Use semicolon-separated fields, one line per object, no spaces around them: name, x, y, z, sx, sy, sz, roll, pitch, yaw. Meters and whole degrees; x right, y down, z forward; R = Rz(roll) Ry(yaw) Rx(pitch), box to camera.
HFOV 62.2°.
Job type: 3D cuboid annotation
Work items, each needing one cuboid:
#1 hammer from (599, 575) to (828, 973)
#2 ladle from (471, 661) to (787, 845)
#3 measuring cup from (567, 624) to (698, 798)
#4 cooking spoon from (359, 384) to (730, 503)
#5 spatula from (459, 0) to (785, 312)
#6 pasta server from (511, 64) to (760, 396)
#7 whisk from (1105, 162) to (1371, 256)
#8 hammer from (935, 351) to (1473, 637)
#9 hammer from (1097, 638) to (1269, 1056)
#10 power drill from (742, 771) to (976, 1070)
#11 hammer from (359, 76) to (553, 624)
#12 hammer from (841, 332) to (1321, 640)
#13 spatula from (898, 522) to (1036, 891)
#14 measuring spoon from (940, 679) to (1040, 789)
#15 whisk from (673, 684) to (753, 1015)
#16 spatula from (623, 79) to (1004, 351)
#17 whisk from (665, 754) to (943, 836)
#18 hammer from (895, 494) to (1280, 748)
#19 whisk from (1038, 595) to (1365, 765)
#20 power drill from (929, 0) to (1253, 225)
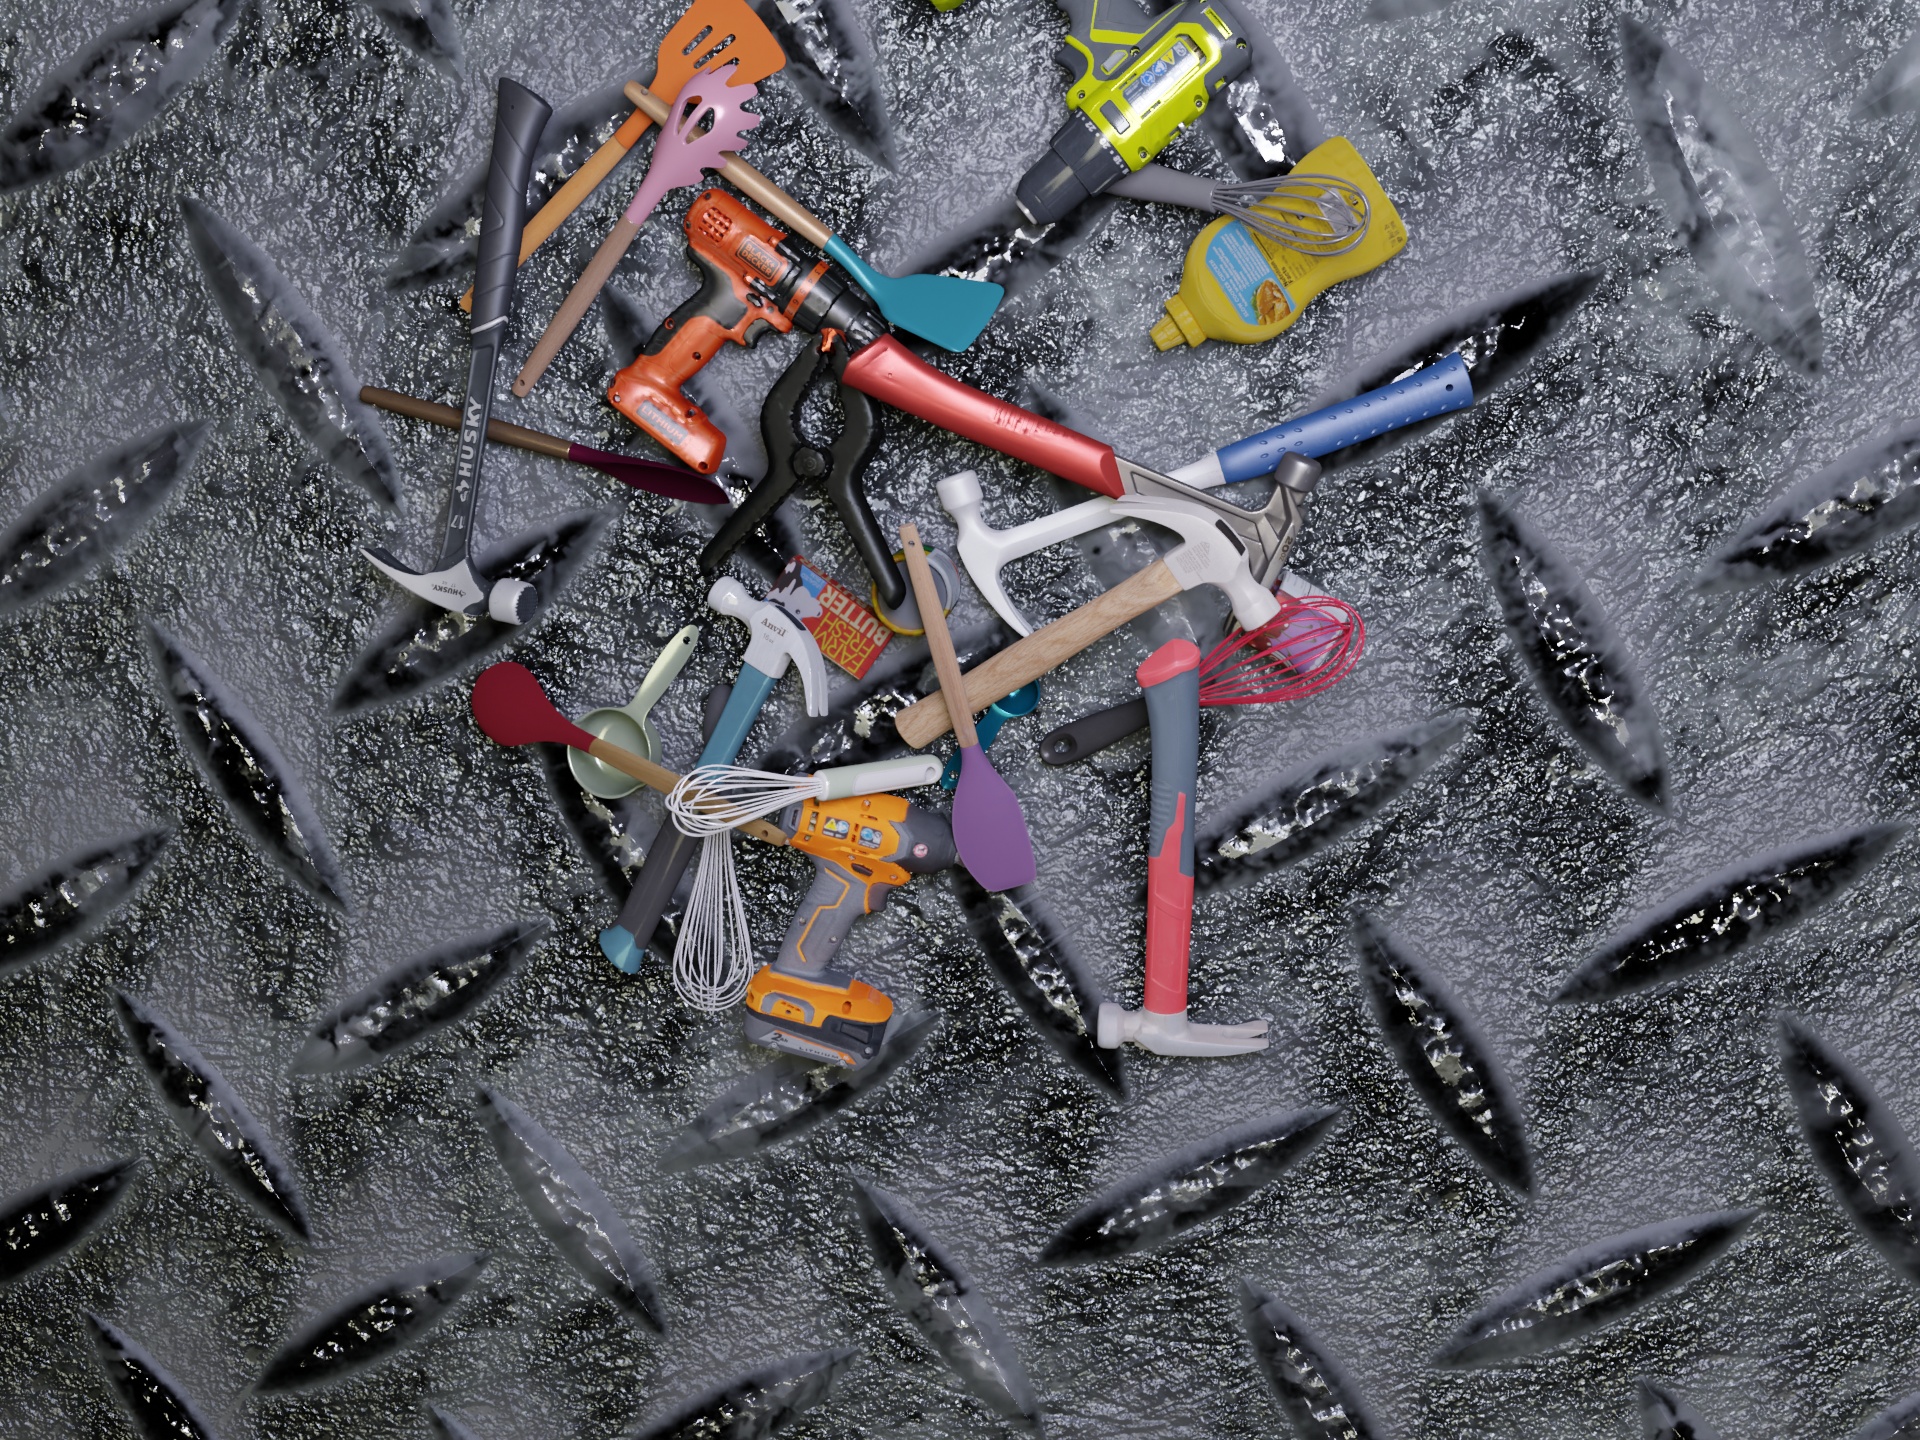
hammer;-0.212;0.057;1.294;0.128;0.033;0.331;31;102;16
ladle;-0.275;0.032;1.287;0.315;0.031;0.069;24;100;17
measuring cup;-0.260;-0.010;1.320;0.083;0.038;0.167;38;100;9
cooking spoon;-0.335;-0.223;1.277;0.319;0.068;0.017;16;78;7
spatula;-0.275;-0.430;1.232;0.322;0.041;0.081;-39;97;17
pasta server;-0.257;-0.361;1.207;0.060;0.040;0.316;45;121;-1
whisk;0.183;-0.380;1.143;0.239;0.055;0.055;22;107;27
hammer;0.193;-0.186;1.231;0.405;0.035;0.144;-19;100;10
hammer;0.180;0.112;1.243;0.143;0.038;0.386;1;123;6
power drill;-0.086;0.169;1.326;0.164;0.084;0.226;14;101;1
hammer;-0.374;-0.287;1.239;0.149;0.036;0.409;13;99;14
hammer;0.080;-0.189;1.188;0.359;0.037;0.149;21;110;-7
spatula;-0.002;-0.004;1.250;0.060;0.018;0.315;-14;110;4
measuring spoon;0.022;0.006;1.310;0.042;0.021;0.128;35;114;-3
whisk;-0.206;0.110;1.340;0.070;0.070;0.284;4;99;5
spatula;-0.116;-0.384;1.196;0.317;0.082;0.044;35;149;-9
whisk;-0.117;0.053;1.252;0.246;0.059;0.057;-8;114;-34
hammer;0.073;-0.062;1.218;0.331;0.031;0.130;-30;100;33
whisk;0.176;-0.021;1.222;0.296;0.073;0.073;-24;101;35
power drill;0.067;-0.489;1.133;0.190;0.080;0.228;-39;89;13
